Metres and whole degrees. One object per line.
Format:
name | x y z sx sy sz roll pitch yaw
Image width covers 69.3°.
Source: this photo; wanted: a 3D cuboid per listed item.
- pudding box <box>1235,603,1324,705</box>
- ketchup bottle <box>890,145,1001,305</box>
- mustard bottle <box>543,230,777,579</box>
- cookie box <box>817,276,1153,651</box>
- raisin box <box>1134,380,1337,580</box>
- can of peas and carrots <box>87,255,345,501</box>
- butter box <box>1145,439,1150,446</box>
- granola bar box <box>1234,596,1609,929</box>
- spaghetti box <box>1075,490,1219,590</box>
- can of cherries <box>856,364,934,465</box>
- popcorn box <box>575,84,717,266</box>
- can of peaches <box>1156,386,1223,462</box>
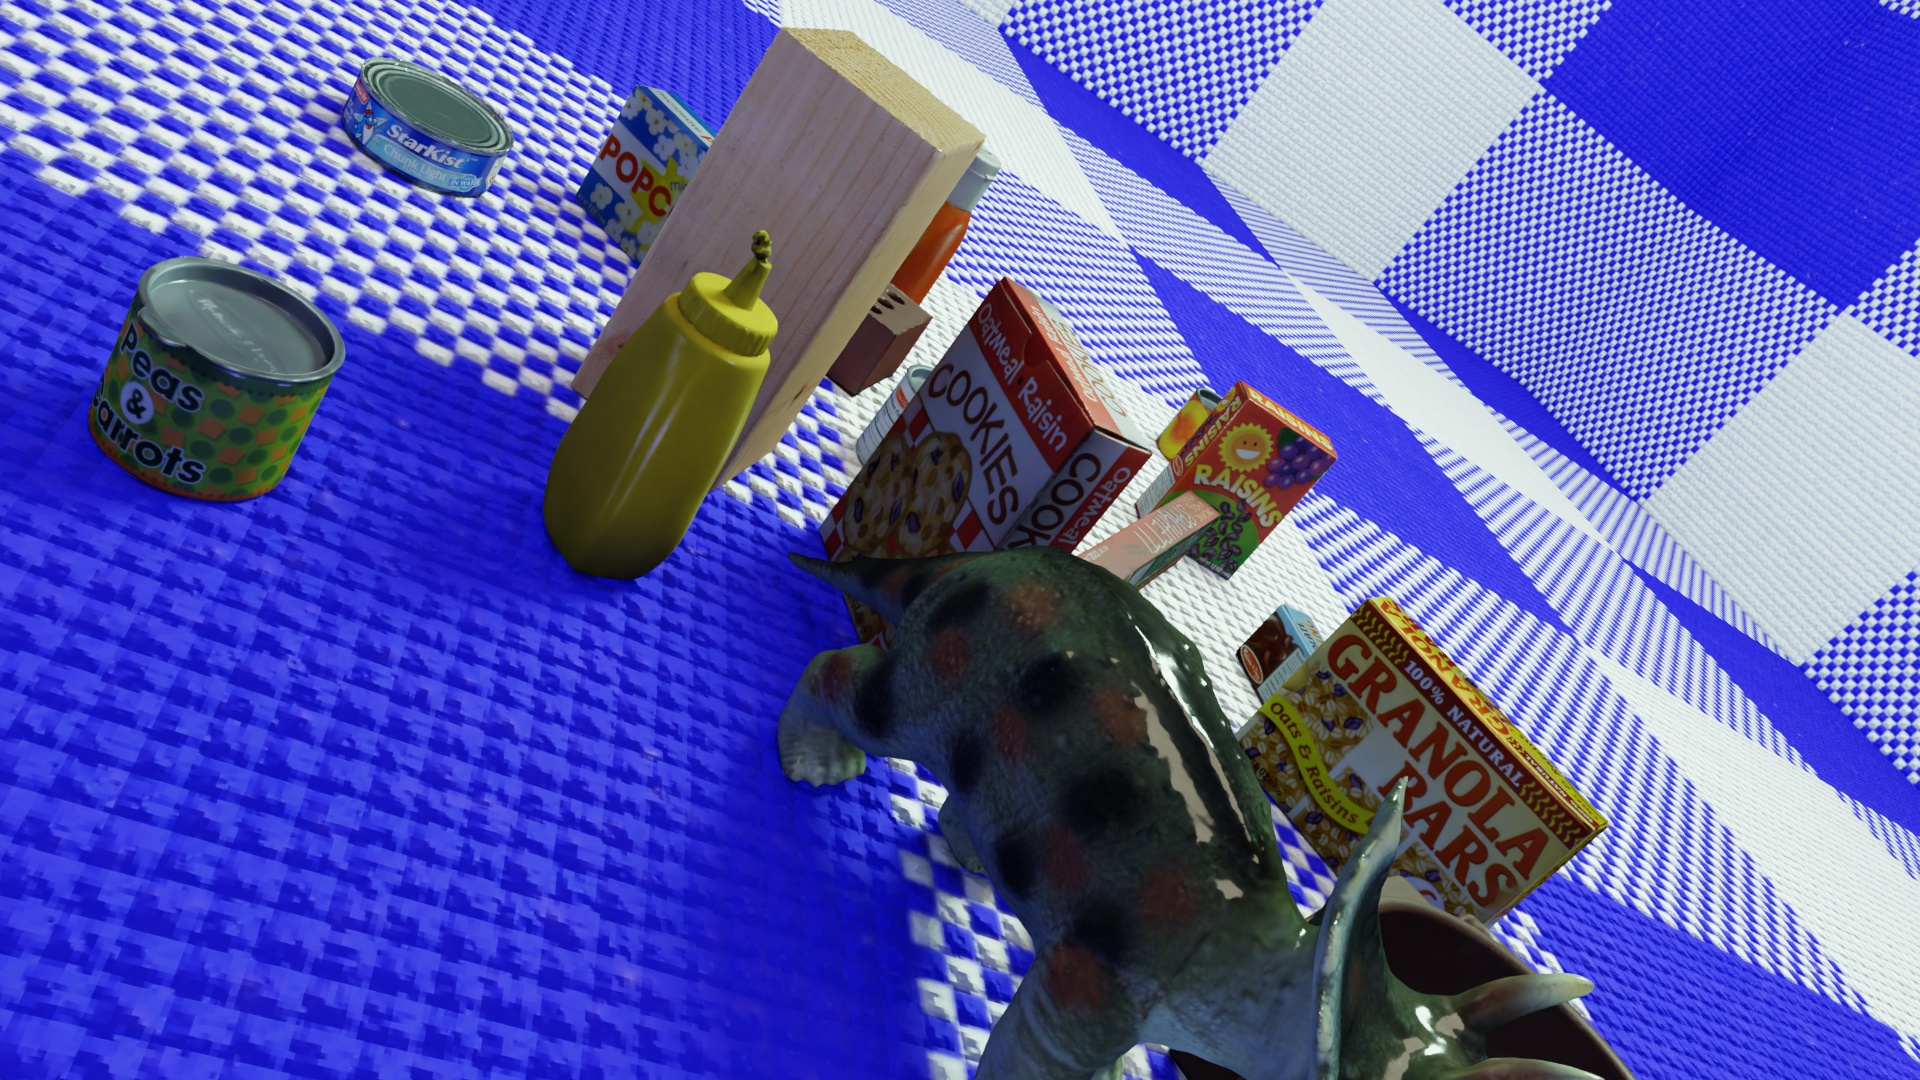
pudding box | 0.216 0.086 0.893 0.030 0.049 0.084 24 28 -29
ketchup bottle | -0.027 -0.207 0.958 0.043 0.148 0.065 47 25 19
mustard bottle | -0.114 -0.057 0.562 0.049 0.159 0.065 12 35 -45
cookie box | 0.004 -0.022 0.653 0.040 0.166 0.123 20 30 -35
raisin box | 0.199 -0.043 1.008 0.086 0.123 0.040 31 25 -15
can of peas and carrots | -0.260 -0.055 0.483 0.071 0.058 0.071 31 25 -16
butter box | 0.085 -0.060 0.968 0.103 0.053 0.024 4 41 -51
granola bar box | 0.244 0.132 0.762 0.039 0.123 0.166 3 41 -52
spaghetti box | 0.108 0.013 0.876 0.029 0.050 0.251 43 25 11
can of cherries | -0.018 -0.060 0.823 0.071 0.058 0.072 31 25 -16
popcorn box | -0.166 -0.201 0.836 0.127 0.085 0.038 46 25 17
can of peaches | 0.210 -0.086 1.177 0.071 0.058 0.071 31 25 -16
